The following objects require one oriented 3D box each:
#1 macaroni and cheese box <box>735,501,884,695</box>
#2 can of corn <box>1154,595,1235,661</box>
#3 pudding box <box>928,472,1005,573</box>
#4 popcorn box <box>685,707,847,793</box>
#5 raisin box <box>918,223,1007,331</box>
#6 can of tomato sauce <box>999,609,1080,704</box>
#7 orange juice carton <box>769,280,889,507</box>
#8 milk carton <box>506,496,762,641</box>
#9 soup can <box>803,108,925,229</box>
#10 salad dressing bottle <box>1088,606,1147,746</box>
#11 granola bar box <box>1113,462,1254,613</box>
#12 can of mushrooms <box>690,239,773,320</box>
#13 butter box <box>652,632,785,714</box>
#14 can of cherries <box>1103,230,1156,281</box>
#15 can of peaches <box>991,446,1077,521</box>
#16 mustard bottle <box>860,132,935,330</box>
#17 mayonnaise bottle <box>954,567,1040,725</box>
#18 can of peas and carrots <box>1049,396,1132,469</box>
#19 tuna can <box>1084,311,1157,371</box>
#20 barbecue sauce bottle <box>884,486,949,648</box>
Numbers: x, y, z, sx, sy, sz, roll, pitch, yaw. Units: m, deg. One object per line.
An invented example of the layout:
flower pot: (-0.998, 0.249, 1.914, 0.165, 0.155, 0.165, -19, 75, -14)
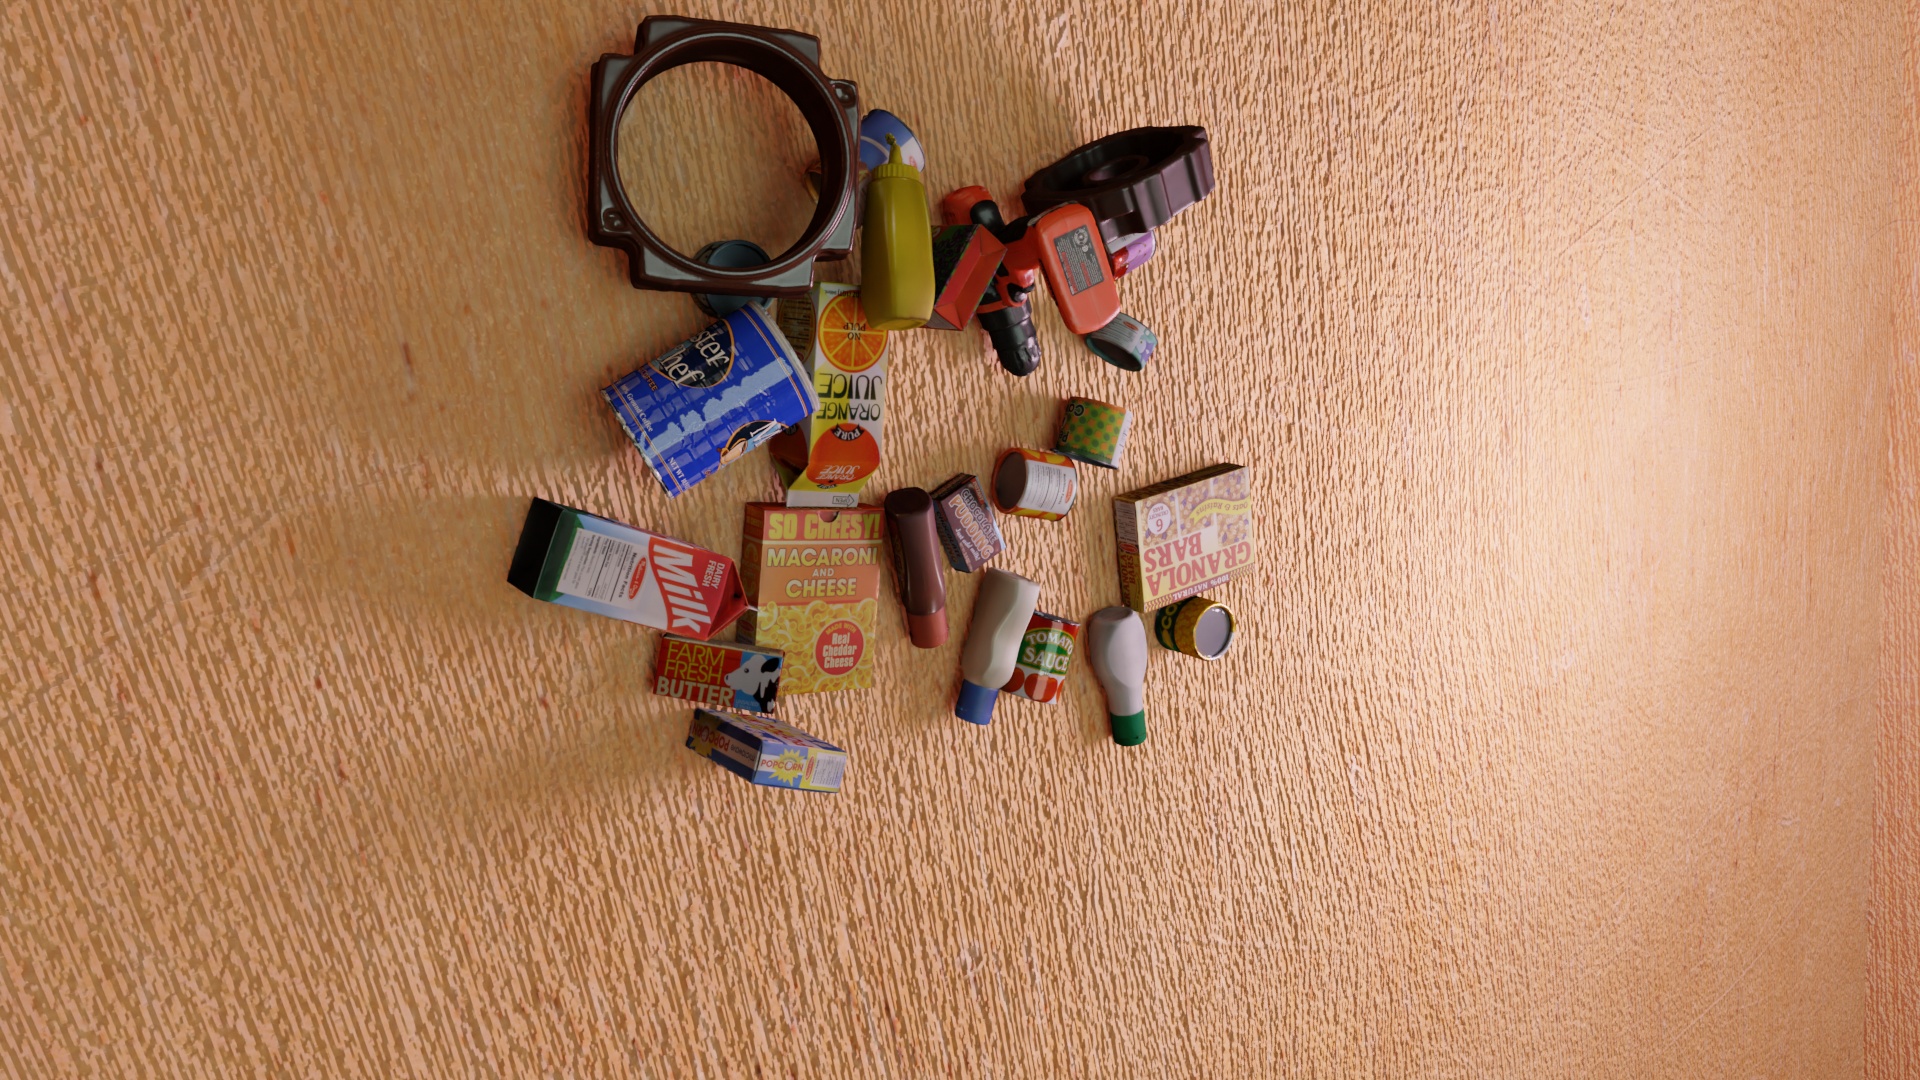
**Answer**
macaroni and cheese box: (-0.133, 0.051, 1.230, 0.124, 0.040, 0.166, -1, 100, -36)
can of corn: (0.253, 0.091, 1.501, 0.071, 0.058, 0.071, -8, 104, -34)
pudding box: (0.005, -0.017, 1.321, 0.050, 0.030, 0.083, -35, 117, -26)
popcorn box: (-0.165, 0.178, 1.179, 0.085, 0.126, 0.038, 14, 89, -37)
raisin box: (-0.027, -0.227, 1.199, 0.040, 0.123, 0.086, 33, 80, -35)
can of tomato sauce: (0.077, 0.114, 1.373, 0.071, 0.071, 0.083, 15, 91, -36)
orange juice carton: (-0.113, -0.123, 1.190, 0.072, 0.073, 0.192, -2, 101, -35)
milk carton: (-0.255, 0.029, 1.120, 0.190, 0.072, 0.073, 19, 88, -35)
soup can: (-0.084, -0.316, 1.180, 0.084, 0.071, 0.071, -46, 122, -18)
salad dressing bottle: (0.170, 0.144, 1.463, 0.064, 0.044, 0.147, -22, 112, -32)
granola bar box: (0.241, -0.005, 1.486, 0.166, 0.039, 0.123, -17, 108, -32)
can of mushrooms: (-0.189, -0.212, 1.143, 0.071, 0.033, 0.071, -8, 104, -35)
butter box: (-0.204, 0.112, 1.173, 0.103, 0.024, 0.053, 10, 96, -6)
can of cherries: (0.146, -0.286, 1.348, 0.058, 0.071, 0.071, -36, 118, -24)
can of peaches: (0.069, -0.054, 1.337, 0.058, 0.071, 0.071, 8, 95, -31)
mustard bottle: (-0.052, -0.254, 1.132, 0.049, 0.065, 0.160, 1, 88, -31)
mayonnaise bottle: (0.031, 0.104, 1.346, 0.041, 0.065, 0.148, 13, 95, -33)
can of peas and carrots: (0.129, -0.107, 1.371, 0.071, 0.071, 0.058, 16, 89, -36)
tuna can: (0.159, -0.196, 1.375, 0.071, 0.071, 0.033, 36, 79, -35)
barbecue sauce bottle: (-0.038, 0.028, 1.283, 0.044, 0.065, 0.147, -12, 117, -7)
